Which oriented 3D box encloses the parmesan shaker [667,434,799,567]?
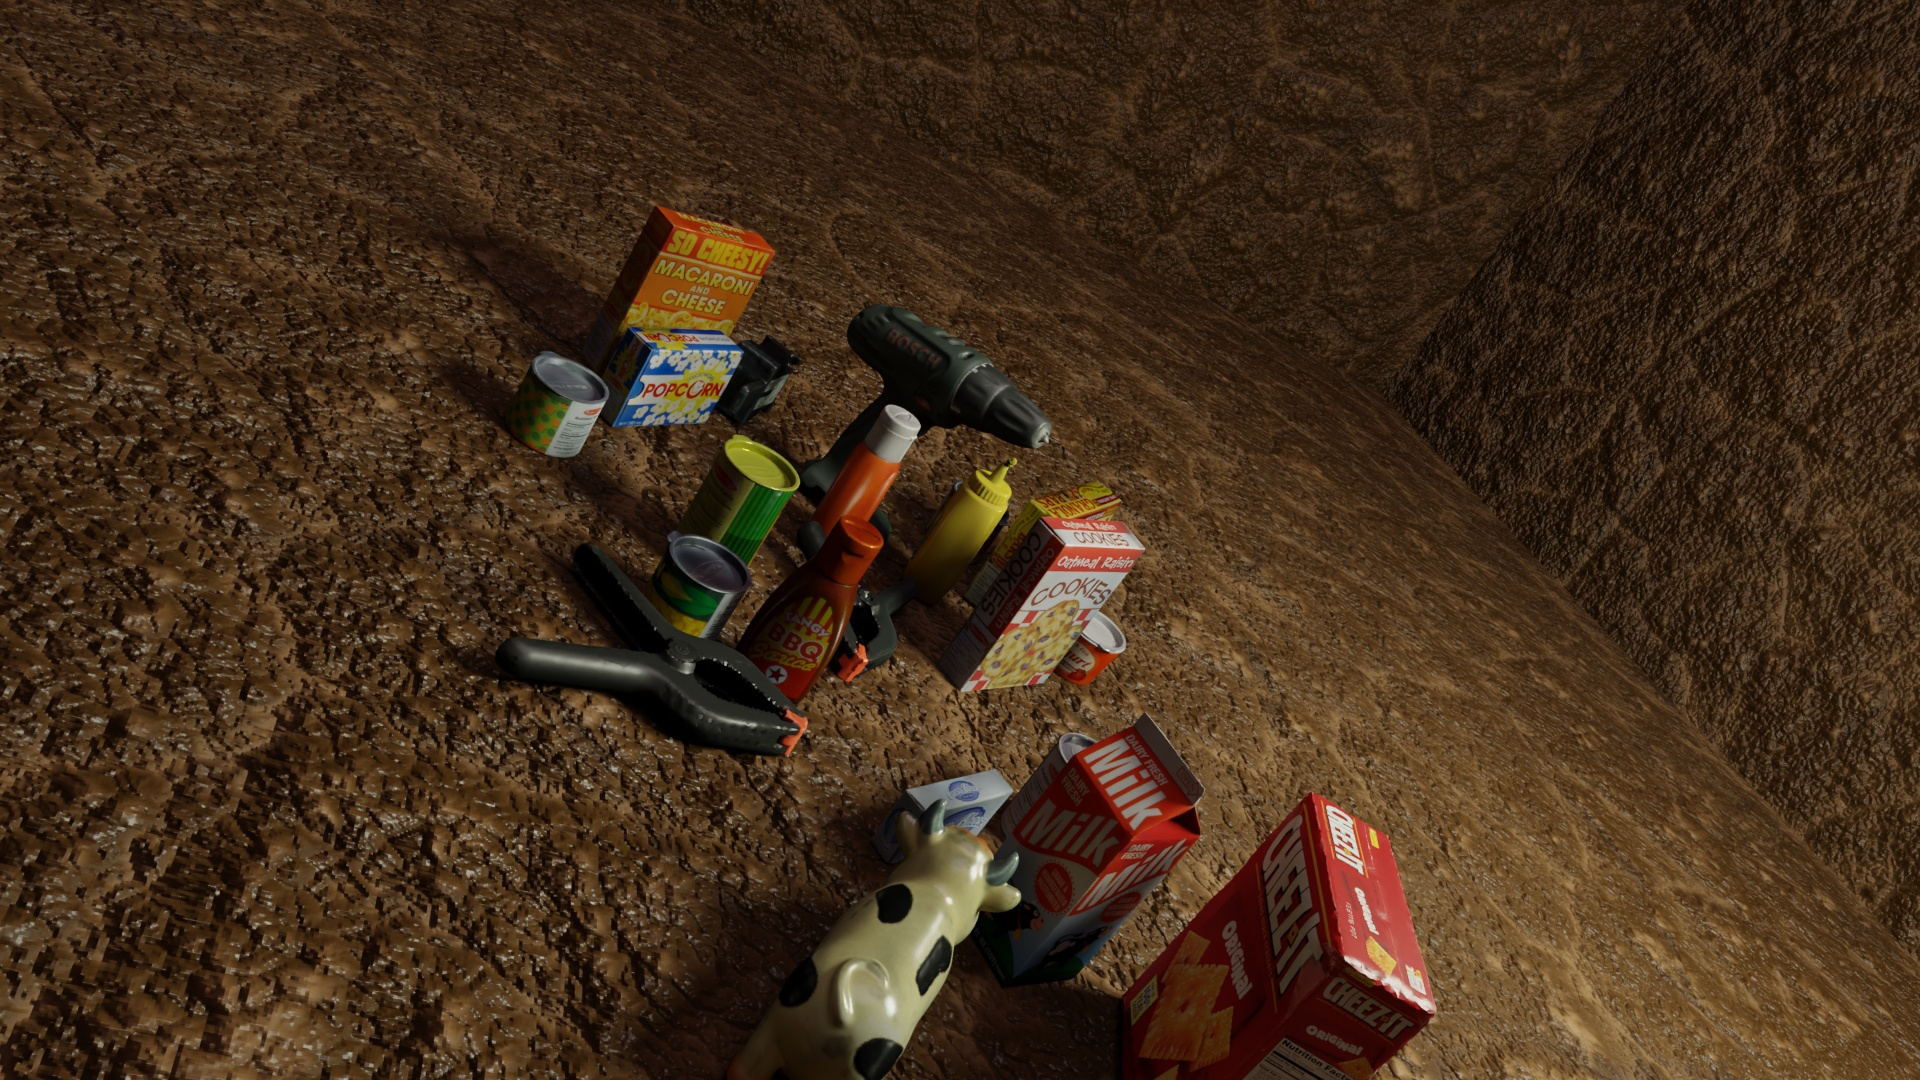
[{"bbox_3d":[-0.183,-0.023,1.107,0.071,0.102,0.071,28,24,-14],"label":"parmesan shaker"}]

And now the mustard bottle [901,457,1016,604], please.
[{"bbox_3d":[0.005,-0.016,1.265,0.049,0.159,0.065,35,23,1],"label":"mustard bottle"}]

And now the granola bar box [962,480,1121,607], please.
[{"bbox_3d":[0.084,0.007,1.369,0.039,0.123,0.166,41,24,16],"label":"granola bar box"}]

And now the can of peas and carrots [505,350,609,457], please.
[{"bbox_3d":[-0.332,-0.111,1.138,0.071,0.058,0.071,28,24,-14],"label":"can of peas and carrots"}]

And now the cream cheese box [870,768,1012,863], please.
[{"bbox_3d":[-0.012,0.193,0.976,0.024,0.053,0.104,47,26,27],"label":"cream cheese box"}]

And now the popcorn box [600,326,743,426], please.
[{"bbox_3d":[-0.265,-0.149,1.264,0.038,0.085,0.127,43,25,19],"label":"popcorn box"}]

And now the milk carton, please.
[{"bbox_3d":[0.086,0.203,0.911,0.073,0.189,0.072,11,32,-44],"label":"milk carton"}]

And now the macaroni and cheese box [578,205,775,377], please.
[{"bbox_3d":[-0.266,-0.224,1.305,0.124,0.165,0.040,4,37,-50],"label":"macaroni and cheese box"}]

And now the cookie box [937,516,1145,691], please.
[{"bbox_3d":[0.070,0.055,1.206,0.123,0.166,0.040,3,38,-51],"label":"cookie box"}]

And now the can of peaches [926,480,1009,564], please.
[{"bbox_3d":[0.008,-0.016,1.400,0.071,0.058,0.071,28,24,-14],"label":"can of peaches"}]

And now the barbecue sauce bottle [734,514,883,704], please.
[{"bbox_3d":[-0.108,0.048,1.010,0.065,0.148,0.044,29,23,-13],"label":"barbecue sauce bottle"}]

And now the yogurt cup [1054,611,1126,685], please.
[{"bbox_3d":[0.115,0.100,1.320,0.072,0.053,0.073,28,24,-14],"label":"yogurt cup"}]

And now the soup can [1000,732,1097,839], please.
[{"bbox_3d":[0.081,0.198,1.050,0.071,0.083,0.072,28,24,-14],"label":"soup can"}]

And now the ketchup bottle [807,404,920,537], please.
[{"bbox_3d":[-0.087,-0.050,1.227,0.043,0.148,0.065,39,23,11],"label":"ketchup bottle"}]

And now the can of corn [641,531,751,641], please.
[{"bbox_3d":[-0.199,0.037,1.027,0.071,0.058,0.071,28,24,-14],"label":"can of corn"}]
